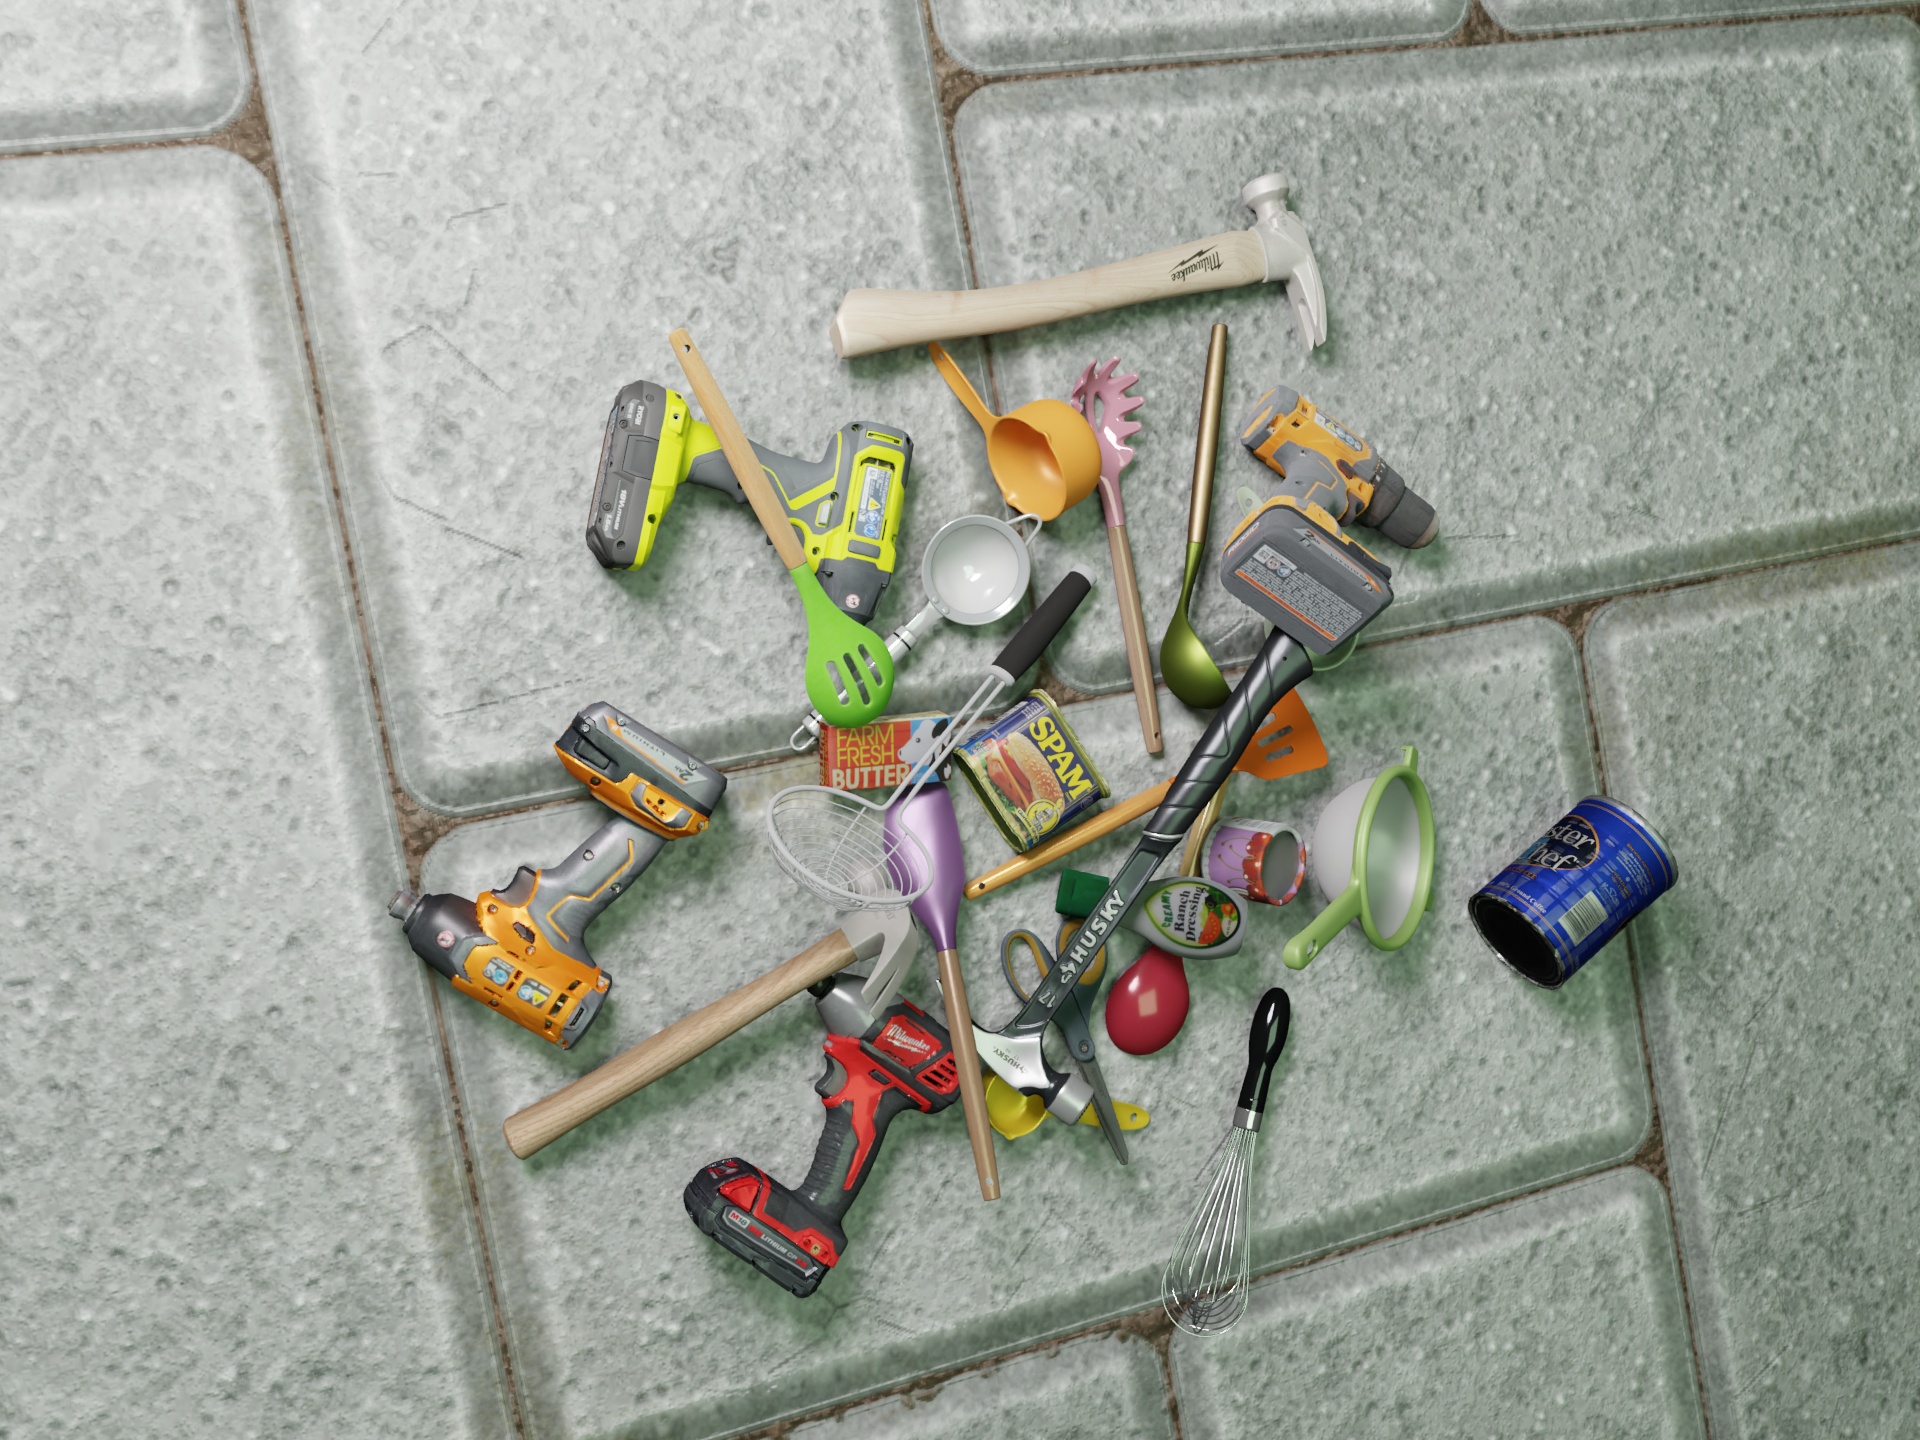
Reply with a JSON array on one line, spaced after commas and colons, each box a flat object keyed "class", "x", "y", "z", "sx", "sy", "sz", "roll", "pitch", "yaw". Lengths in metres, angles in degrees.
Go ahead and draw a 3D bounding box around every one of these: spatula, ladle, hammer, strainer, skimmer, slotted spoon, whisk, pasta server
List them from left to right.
[{"class": "hammer", "x": -0.179, "y": 0.223, "z": 1.158, "sx": 0.331, "sy": 0.130, "sz": 0.031, "roll": -30, "pitch": 128, "yaw": -6}, {"class": "slotted spoon", "x": -0.129, "y": -0.132, "z": 1.134, "sx": 0.070, "sy": 0.031, "sz": 0.313, "roll": -31, "pitch": 106, "yaw": -16}, {"class": "strainer", "x": -0.038, "y": -0.070, "z": 1.225, "sx": 0.258, "sy": 0.050, "sz": 0.086, "roll": -45, "pitch": 109, "yaw": -6}, {"class": "spatula", "x": -0.008, "y": 0.199, "z": 1.197, "sx": 0.060, "sy": 0.018, "sz": 0.316, "roll": -11, "pitch": 74, "yaw": -2}, {"class": "skimmer", "x": -0.002, "y": -0.004, "z": 1.174, "sx": 0.127, "sy": 0.090, "sz": 0.363, "roll": 34, "pitch": 65, "yaw": 13}, {"class": "hammer", "x": 0.098, "y": -0.328, "z": 1.251, "sx": 0.410, "sy": 0.038, "sz": 0.146, "roll": -15, "pitch": 87, "yaw": -18}, {"class": "pasta server", "x": 0.134, "y": -0.130, "z": 1.276, "sx": 0.060, "sy": 0.040, "sz": 0.316, "roll": -12, "pitch": 94, "yaw": -27}, {"class": "hammer", "x": 0.140, "y": 0.101, "z": 1.221, "sx": 0.149, "sy": 0.036, "sz": 0.409, "roll": 34, "pitch": 89, "yaw": 8}, {"class": "spatula", "x": 0.147, "y": 0.066, "z": 1.274, "sx": 0.322, "sy": 0.041, "sz": 0.081, "roll": -26, "pitch": 86, "yaw": -6}, {"class": "ladle", "x": 0.189, "y": 0.121, "z": 1.296, "sx": 0.069, "sy": 0.031, "sz": 0.315, "roll": 20, "pitch": 83, "yaw": -14}, {"class": "ladle", "x": 0.206, "y": -0.167, "z": 1.289, "sx": 0.062, "sy": 0.078, "sz": 0.320, "roll": 6, "pitch": 82, "yaw": 11}, {"class": "whisk", "x": 0.227, "y": 0.356, "z": 1.292, "sx": 0.070, "sy": 0.070, "sz": 0.285, "roll": 19, "pitch": 80, "yaw": -15}, {"class": "strainer", "x": 0.299, "y": 0.129, "z": 1.267, "sx": 0.256, "sy": 0.069, "sz": 0.151, "roll": -31, "pitch": 116, "yaw": -46}]

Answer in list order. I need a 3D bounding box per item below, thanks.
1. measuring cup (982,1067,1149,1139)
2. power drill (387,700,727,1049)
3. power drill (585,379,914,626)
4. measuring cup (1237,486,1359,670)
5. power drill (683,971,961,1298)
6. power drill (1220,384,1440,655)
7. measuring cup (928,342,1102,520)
[{"class": "measuring cup", "x": 0.081, "y": 0.307, "z": 1.269, "sx": 0.156, "sy": 0.029, "sz": 0.062, "roll": 16, "pitch": 83, "yaw": -27}, {"class": "power drill", "x": -0.287, "y": 0.100, "z": 1.133, "sx": 0.164, "sy": 0.084, "sz": 0.226, "roll": 33, "pitch": 85, "yaw": -13}, {"class": "power drill", "x": -0.155, "y": -0.152, "z": 1.175, "sx": 0.223, "sy": 0.080, "sz": 0.171, "roll": 11, "pitch": 86, "yaw": -19}, {"class": "measuring cup", "x": 0.266, "y": -0.117, "z": 1.314, "sx": 0.083, "sy": 0.038, "sz": 0.167, "roll": -32, "pitch": 96, "yaw": -14}, {"class": "power drill", "x": -0.102, "y": 0.299, "z": 1.187, "sx": 0.143, "sy": 0.078, "sz": 0.220, "roll": 39, "pitch": 77, "yaw": -13}, {"class": "power drill", "x": 0.298, "y": -0.151, "z": 1.256, "sx": 0.185, "sy": 0.084, "sz": 0.226, "roll": 33, "pitch": 42, "yaw": -12}, {"class": "measuring cup", "x": 0.043, "y": -0.237, "z": 1.239, "sx": 0.052, "sy": 0.095, "sz": 0.174, "roll": -31, "pitch": 77, "yaw": -27}]
